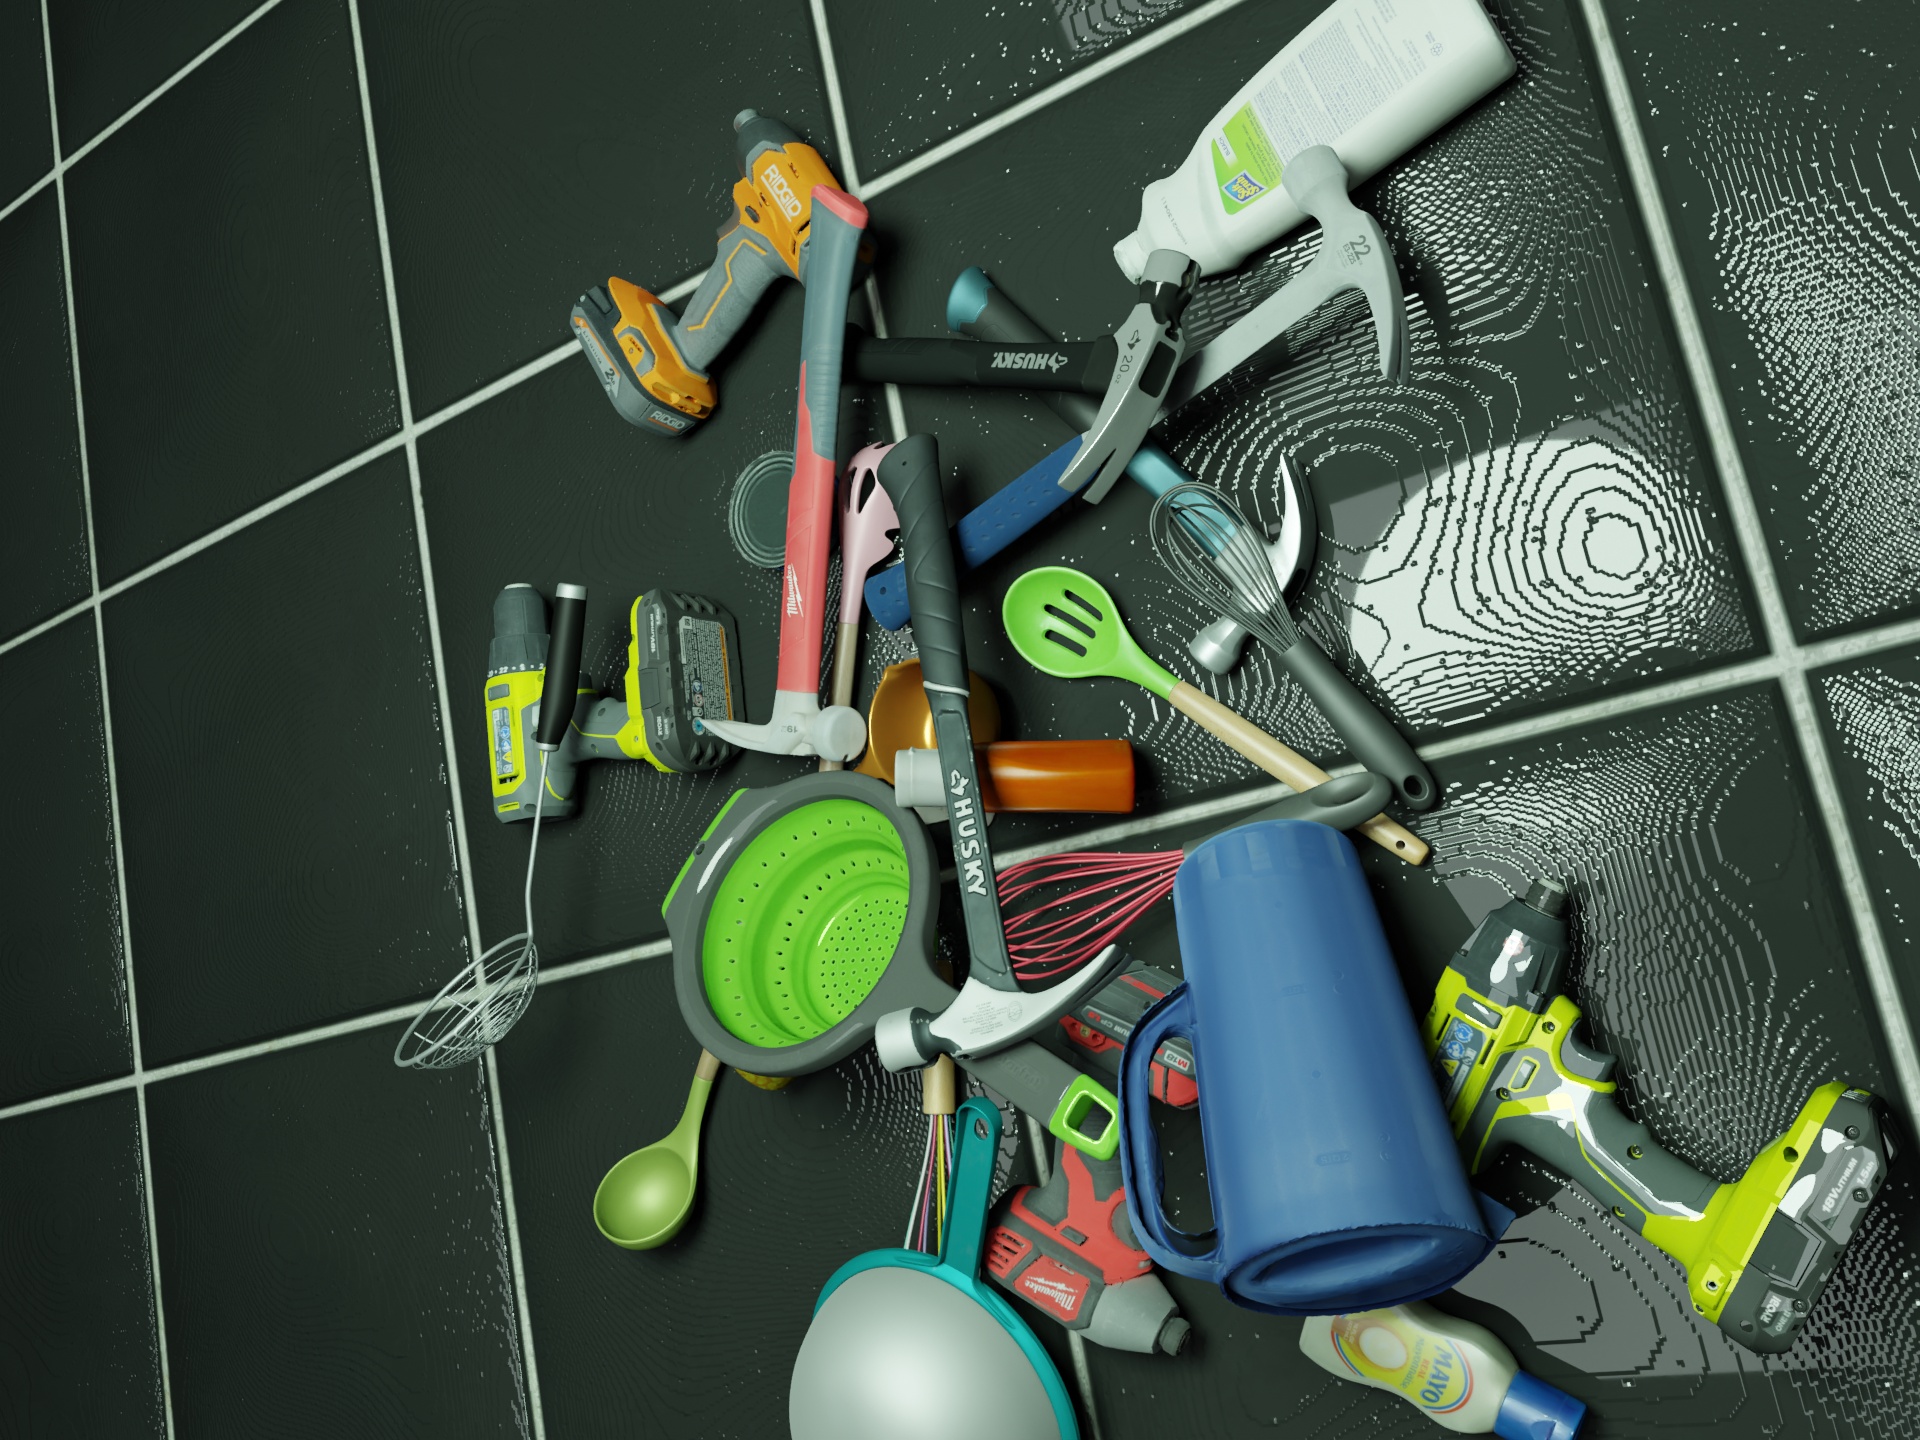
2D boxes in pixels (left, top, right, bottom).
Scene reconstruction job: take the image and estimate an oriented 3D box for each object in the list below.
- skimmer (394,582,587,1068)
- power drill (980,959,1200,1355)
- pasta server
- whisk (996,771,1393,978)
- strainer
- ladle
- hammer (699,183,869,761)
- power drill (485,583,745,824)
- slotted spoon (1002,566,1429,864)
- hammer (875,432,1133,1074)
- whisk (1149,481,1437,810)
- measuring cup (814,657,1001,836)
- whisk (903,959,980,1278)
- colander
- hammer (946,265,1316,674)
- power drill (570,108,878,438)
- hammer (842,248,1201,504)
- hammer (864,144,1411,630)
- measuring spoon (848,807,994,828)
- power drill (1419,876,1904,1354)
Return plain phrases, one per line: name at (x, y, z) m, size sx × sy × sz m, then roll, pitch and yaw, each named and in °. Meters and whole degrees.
skimmer at (-0.341, 0.075, 1.164) m, size 0.127 × 0.090 × 0.363 m, roll -169°, pitch 88°, yaw -68°
power drill at (0.101, 0.270, 0.967) m, size 0.143 × 0.078 × 0.219 m, roll 24°, pitch 102°, yaw 31°
pasta server at (-0.078, -0.042, 1.131) m, size 0.060 × 0.040 × 0.316 m, roll 10°, pitch 96°, yaw 32°
whisk at (0.124, 0.090, 0.964) m, size 0.296 × 0.073 × 0.073 m, roll -25°, pitch 74°, yaw 28°
strainer at (-0.028, 0.390, 0.972) m, size 0.211 × 0.095 × 0.340 m, roll 21°, pitch 115°, yaw 30°
ladle at (-0.186, 0.236, 1.160) m, size 0.078 × 0.062 × 0.320 m, roll 25°, pitch 97°, yaw 38°
hammer at (-0.112, -0.170, 1.100) m, size 0.143 × 0.038 × 0.386 m, roll 7°, pitch 93°, yaw 43°
power drill at (-0.280, -0.028, 1.226) m, size 0.228 × 0.080 × 0.191 m, roll -12°, pitch 80°, yaw 33°
slotted spoon at (0.152, -0.003, 0.983) m, size 0.314 × 0.031 × 0.070 m, roll 36°, pitch 111°, yaw 27°
hammer at (-0.002, -0.003, 0.957) m, size 0.149 × 0.036 × 0.409 m, roll -19°, pitch 62°, yaw 19°
whisk at (0.196, -0.043, 0.924) m, size 0.055 × 0.055 × 0.239 m, roll -42°, pitch 84°, yaw 23°
measuring cup at (-0.039, 0.030, 1.087) m, size 0.173 × 0.052 × 0.095 m, roll -46°, pitch 56°, yaw 33°
whisk at (-0.015, 0.284, 1.059) m, size 0.051 × 0.047 × 0.245 m, roll -5°, pitch 79°, yaw 22°
colander at (-0.029, 0.170, 0.995) m, size 0.397 × 0.094 × 0.204 m, roll 26°, pitch 81°, yaw 42°
hammer at (0.098, -0.184, 1.026) m, size 0.331 × 0.033 × 0.128 m, roll 48°, pitch 111°, yaw 25°
power drill at (-0.183, -0.339, 1.188) m, size 0.226 × 0.084 × 0.164 m, roll -38°, pitch 68°, yaw 19°
hammer at (0.007, -0.226, 1.029) m, size 0.335 × 0.035 × 0.146 m, roll 17°, pitch 88°, yaw 49°
hammer at (0.092, -0.168, 0.985) m, size 0.405 × 0.035 × 0.144 m, roll -34°, pitch 70°, yaw 32°
measuring spoon at (-0.032, 0.064, 1.097) m, size 0.124 × 0.018 × 0.034 m, roll -8°, pitch 83°, yaw 32°
power drill at (0.346, 0.198, 0.819) m, size 0.223 × 0.080 × 0.171 m, roll 29°, pitch 103°, yaw 33°
